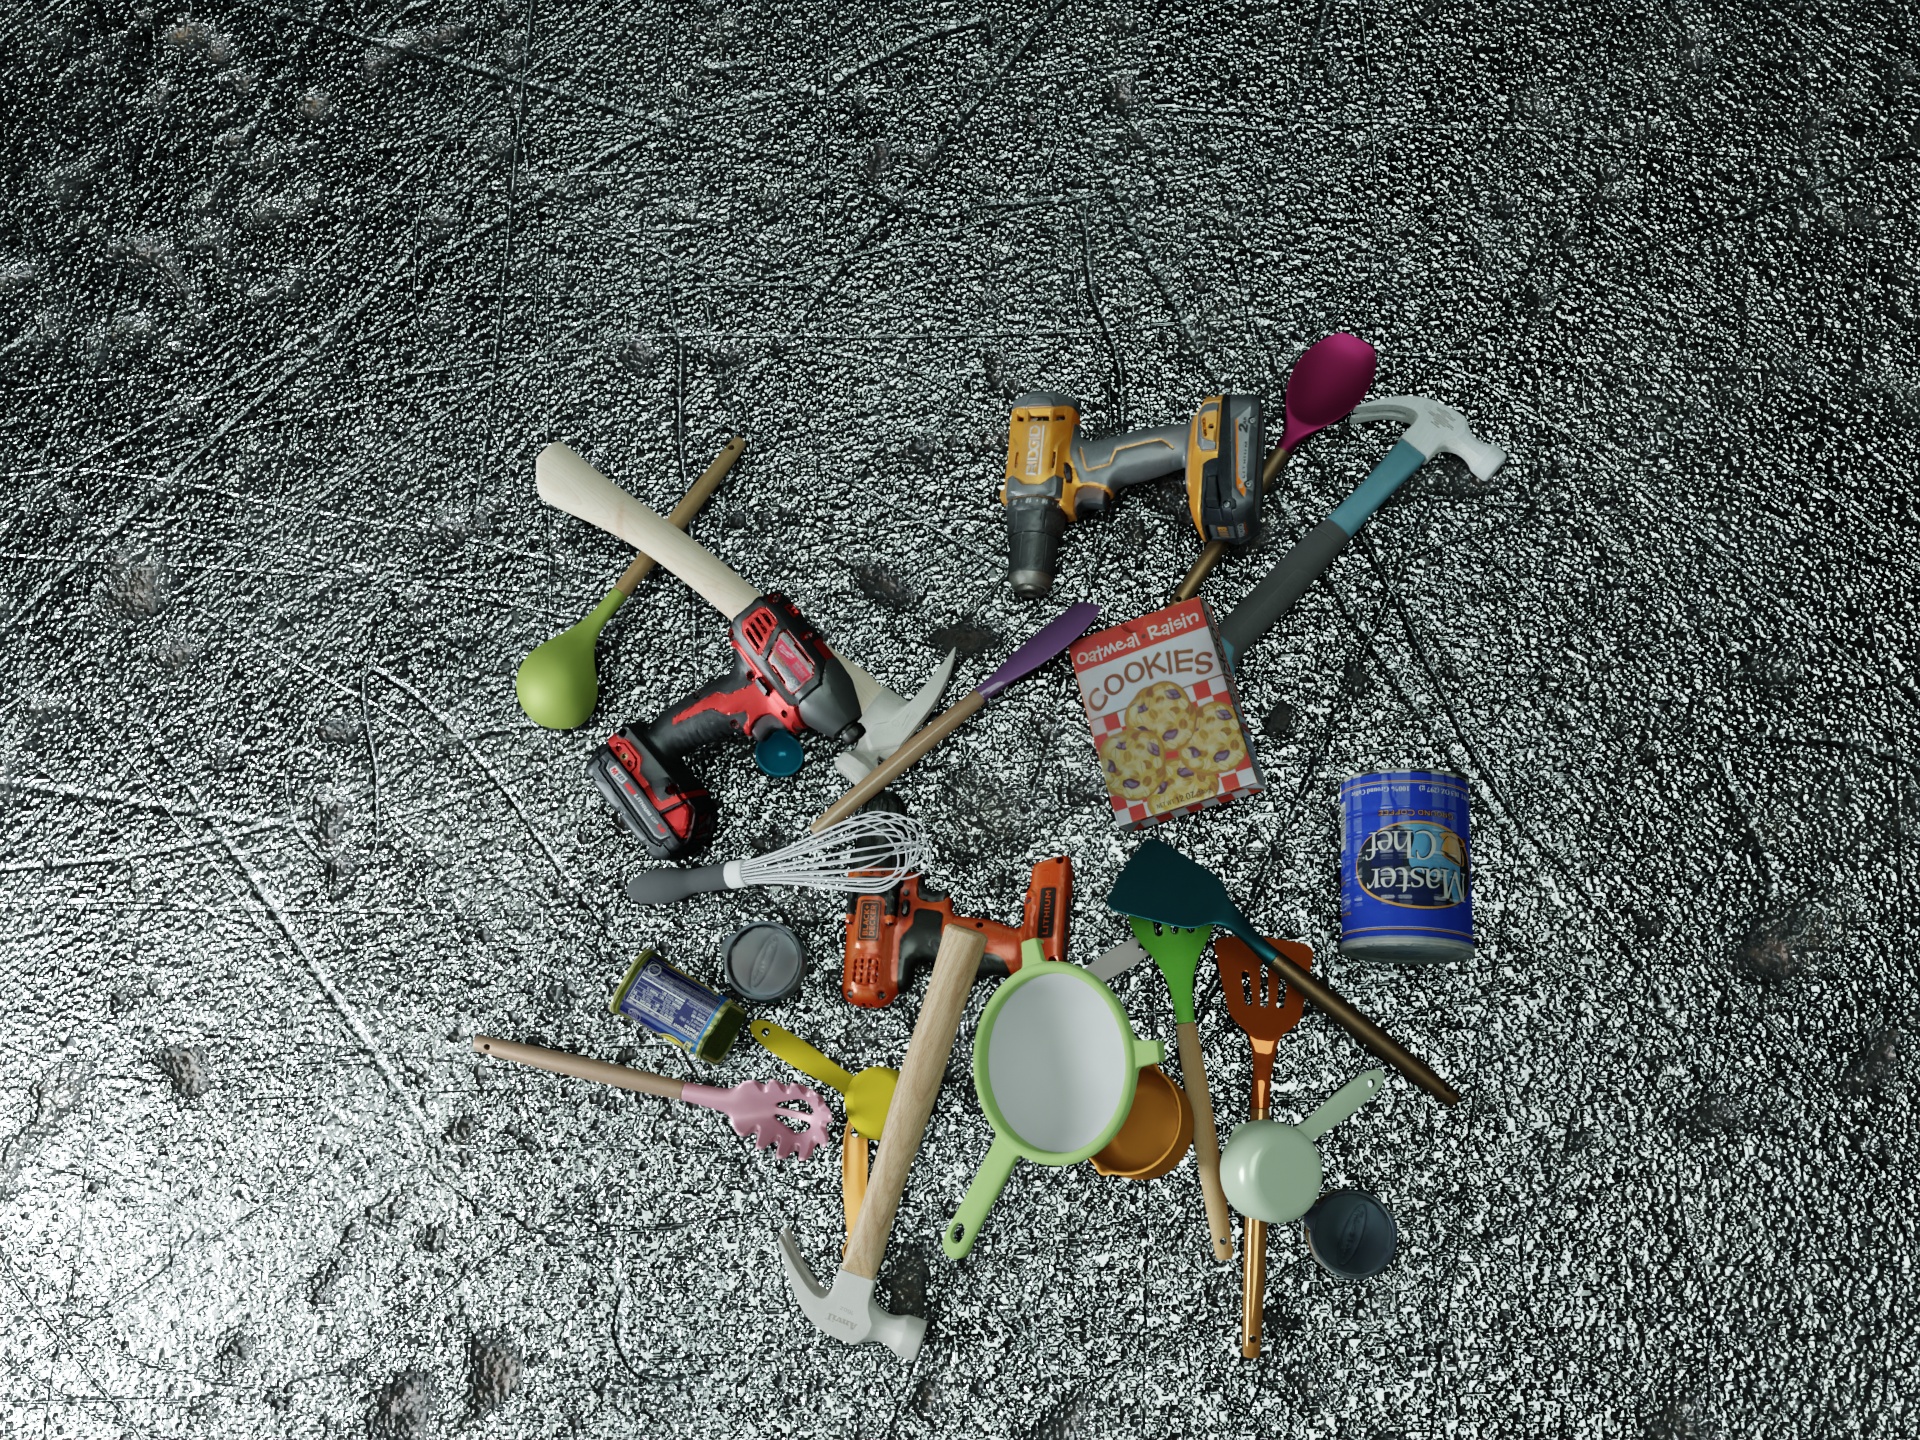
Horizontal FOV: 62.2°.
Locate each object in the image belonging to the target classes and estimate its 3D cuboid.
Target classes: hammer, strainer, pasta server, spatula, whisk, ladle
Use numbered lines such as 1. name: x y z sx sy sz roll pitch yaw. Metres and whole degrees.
1. hammer: 0.321 -0.157 1.390 0.128 0.033 0.331 43 81 14
2. strainer: 0.064 0.308 1.230 0.152 0.069 0.256 36 106 38
3. pasta server: -0.254 0.298 1.302 0.316 0.040 0.060 11 86 9
4. spatula: -0.002 -0.004 1.352 0.316 0.060 0.018 -39 115 -12
5. spatula: 0.265 0.208 1.269 0.317 0.044 0.082 38 53 1
6. whisk: -0.154 0.122 1.306 0.284 0.070 0.070 -11 72 23
7. spatula: 0.236 0.332 1.260 0.081 0.041 0.323 4 78 4
8. hammer: -0.197 -0.119 1.391 0.410 0.038 0.146 38 78 5
9. ladle: -0.288 -0.129 1.435 0.078 0.062 0.320 28 71 17
10. hammer: -0.047 0.320 1.242 0.130 0.031 0.331 17 88 5

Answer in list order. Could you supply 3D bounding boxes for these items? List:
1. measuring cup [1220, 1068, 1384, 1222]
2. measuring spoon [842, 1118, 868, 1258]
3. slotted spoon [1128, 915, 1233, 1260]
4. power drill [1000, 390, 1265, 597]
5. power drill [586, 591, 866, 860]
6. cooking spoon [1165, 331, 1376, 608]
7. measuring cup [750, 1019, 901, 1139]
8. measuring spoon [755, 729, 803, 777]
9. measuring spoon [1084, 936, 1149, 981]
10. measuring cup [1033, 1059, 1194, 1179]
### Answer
1. measuring cup: 0.276 0.323 1.232 0.167 0.038 0.083 -33 94 -19
2. measuring spoon: -0.084 0.376 1.280 0.021 0.011 0.117 -2 70 4
3. slotted spoon: 0.187 0.269 1.276 0.070 0.031 0.314 -7 76 0
4. power drill: 0.145 -0.196 1.385 0.226 0.084 0.185 2 73 16
5. power drill: -0.188 0.012 1.325 0.219 0.078 0.143 -41 84 9
6. cooking spoon: 0.273 -0.220 1.420 0.069 0.017 0.319 32 78 15
7. measuring cup: -0.108 0.285 1.295 0.156 0.029 0.062 29 71 14
8. measuring spoon: -0.169 -0.005 1.397 0.042 0.021 0.129 -4 62 -21
9. measuring spoon: 0.111 0.212 1.311 0.124 0.018 0.034 -29 62 -11
10. measuring cup: 0.107 0.304 1.270 0.174 0.052 0.095 18 77 35
